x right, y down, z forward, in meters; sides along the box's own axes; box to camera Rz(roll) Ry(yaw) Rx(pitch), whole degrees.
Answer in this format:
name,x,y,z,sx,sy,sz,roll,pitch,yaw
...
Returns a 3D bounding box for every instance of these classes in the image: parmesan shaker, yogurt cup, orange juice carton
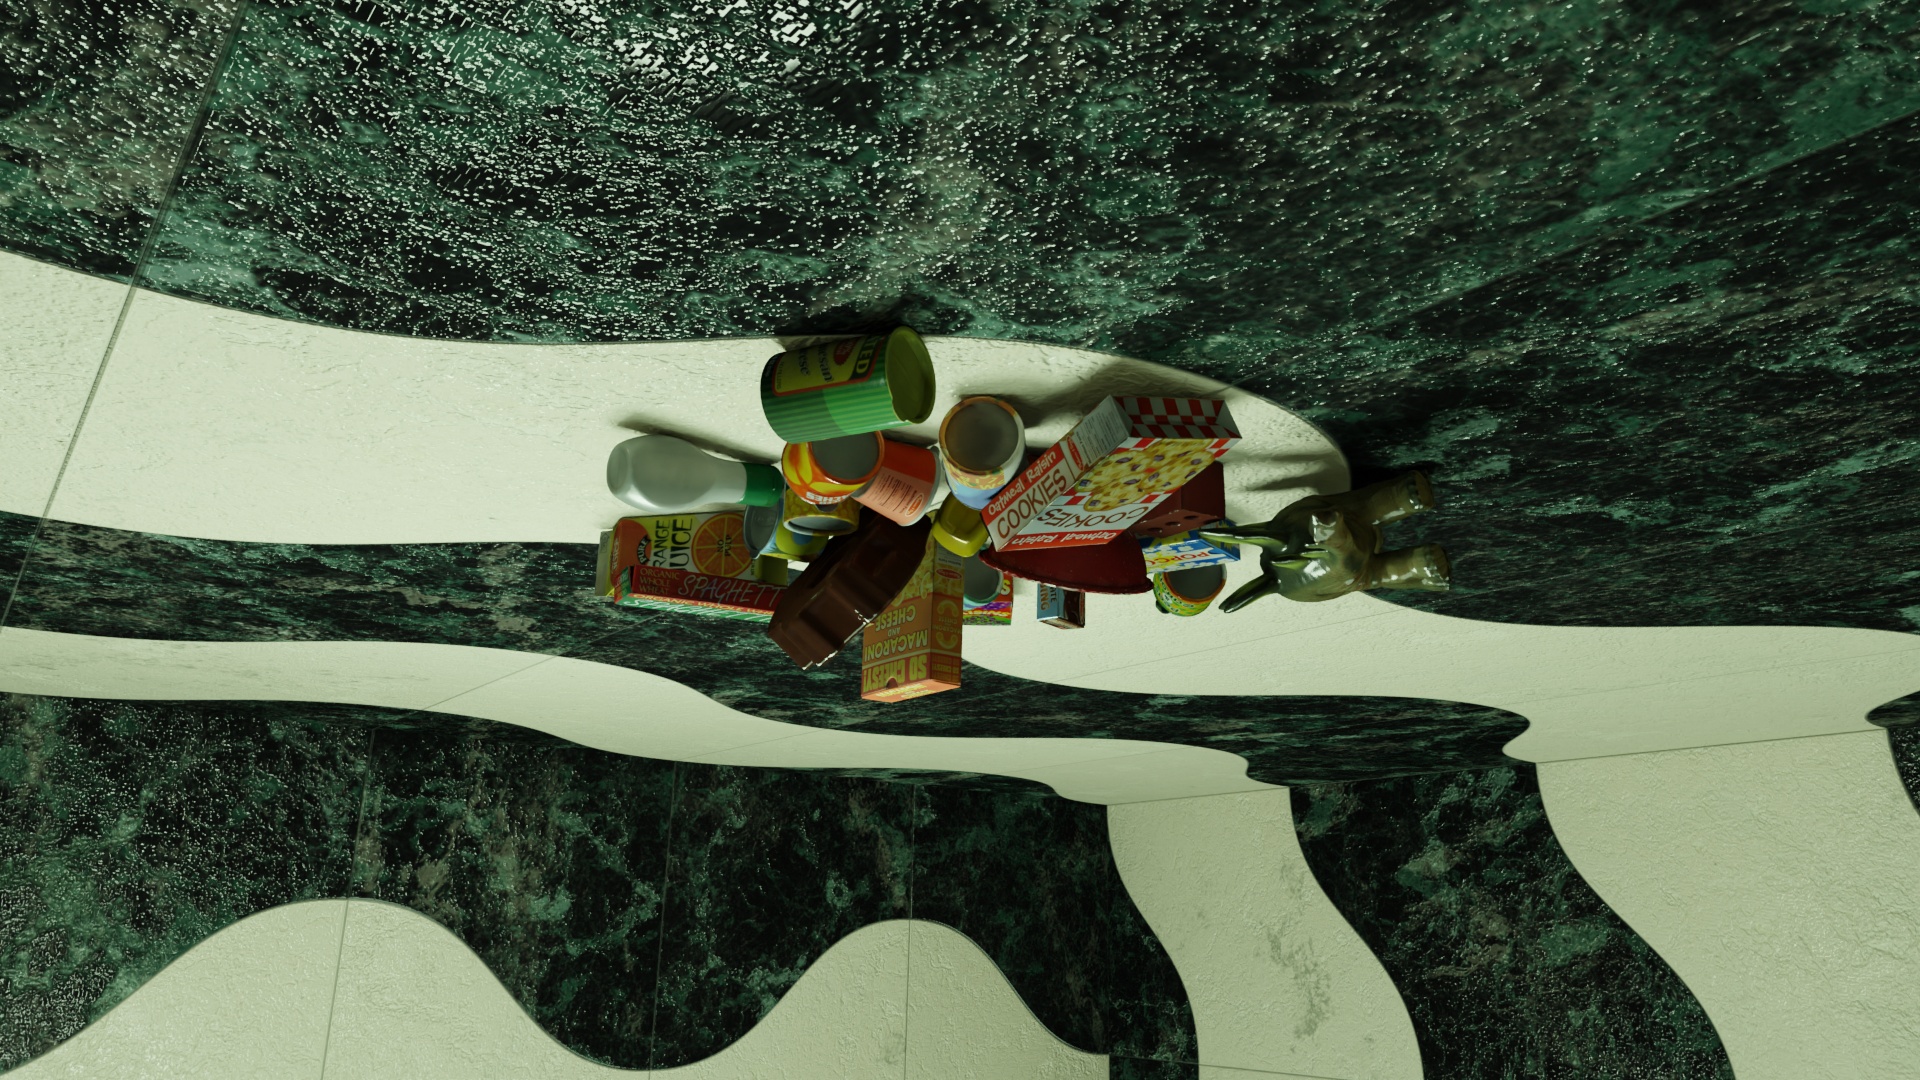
name,x,y,z,sx,sy,sz,roll,pitch,yaw
parmesan shaker,-0.078,-0.103,0.949,0.103,0.071,0.071,-7,161,27
yogurt cup,-0.056,-0.052,1.139,0.054,0.072,0.072,21,155,-30
orange juice carton,-0.273,0.019,1.377,0.193,0.072,0.073,-3,163,13

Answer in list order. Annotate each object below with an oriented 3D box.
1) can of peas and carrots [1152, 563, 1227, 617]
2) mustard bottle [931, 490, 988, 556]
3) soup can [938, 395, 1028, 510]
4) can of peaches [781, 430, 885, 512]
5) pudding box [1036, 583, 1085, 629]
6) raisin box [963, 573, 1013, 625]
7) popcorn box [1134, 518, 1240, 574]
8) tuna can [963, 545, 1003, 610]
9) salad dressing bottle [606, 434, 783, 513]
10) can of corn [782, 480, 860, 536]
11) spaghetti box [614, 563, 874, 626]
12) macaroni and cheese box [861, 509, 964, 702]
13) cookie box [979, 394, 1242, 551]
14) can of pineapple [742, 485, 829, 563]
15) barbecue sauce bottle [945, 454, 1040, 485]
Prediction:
name,x,y,z,sx,sy,sz,roll,pitch,yaw
can of peas and carrots,0.232,0.041,1.419,0.071,0.071,0.058,2,162,-3
mustard bottle,0.004,-0.016,1.254,0.049,0.065,0.160,34,173,3
soup can,0.016,-0.067,1.074,0.071,0.071,0.083,0,163,5
can of peaches,-0.099,-0.064,1.084,0.071,0.071,0.058,9,160,-24
pudding box,0.103,0.046,1.419,0.030,0.084,0.049,-11,160,36
raisin box,0.017,0.065,1.571,0.086,0.040,0.123,1,165,2
popcorn box,0.195,0.002,1.343,0.126,0.038,0.085,-10,159,35
tuna can,0.007,0.037,1.427,0.071,0.071,0.032,12,159,-32
salad dressing bottle,-0.219,-0.052,1.160,0.148,0.064,0.044,6,172,-41
can of corn,-0.116,-0.040,1.188,0.071,0.058,0.071,1,164,0
spaghetti box,-0.202,0.057,1.320,0.250,0.029,0.050,9,161,-29
macaroni and cheese box,-0.048,0.066,1.352,0.040,0.167,0.123,14,159,-33
cookie box,0.111,-0.050,1.056,0.123,0.040,0.166,-3,153,-40
can of pineapple,-0.158,-0.014,1.261,0.058,0.071,0.071,13,160,-35
barbecue sauce bottle,0.060,-0.049,1.170,0.149,0.044,0.064,10,169,-27
